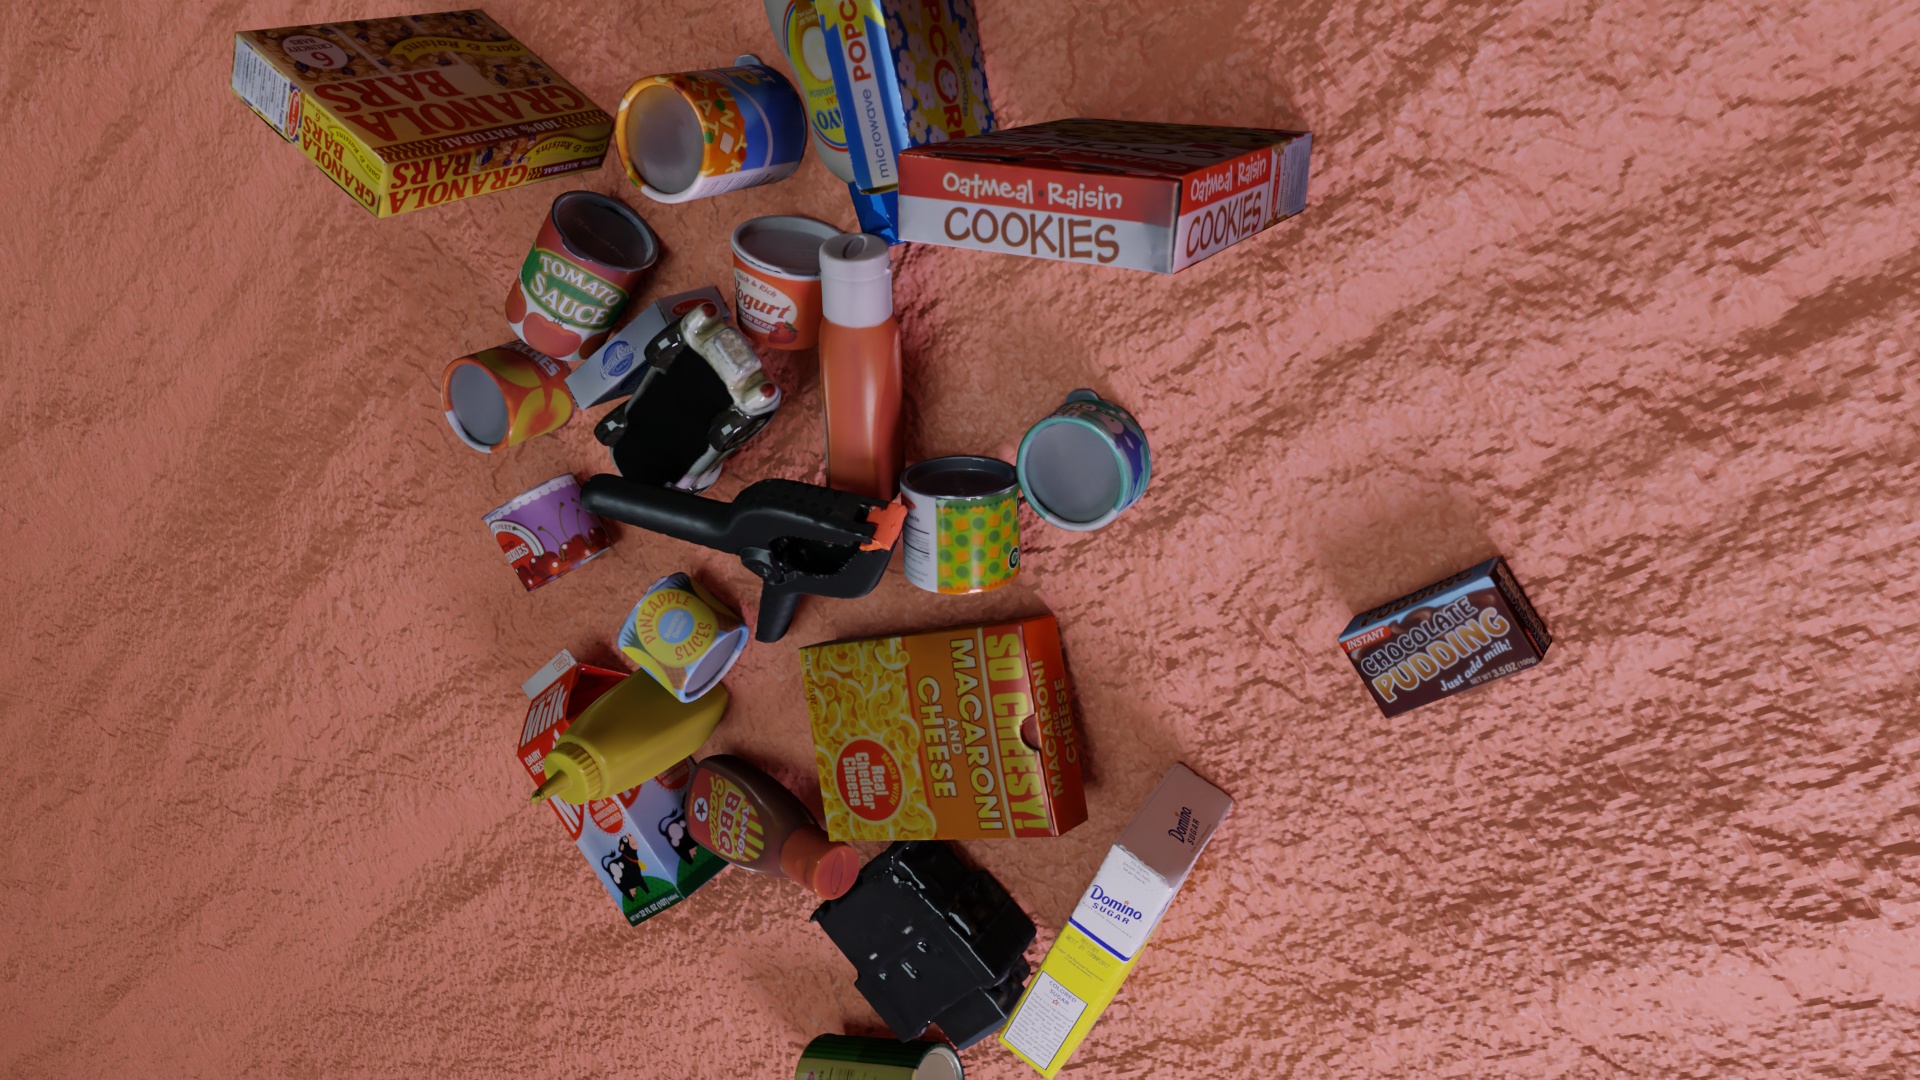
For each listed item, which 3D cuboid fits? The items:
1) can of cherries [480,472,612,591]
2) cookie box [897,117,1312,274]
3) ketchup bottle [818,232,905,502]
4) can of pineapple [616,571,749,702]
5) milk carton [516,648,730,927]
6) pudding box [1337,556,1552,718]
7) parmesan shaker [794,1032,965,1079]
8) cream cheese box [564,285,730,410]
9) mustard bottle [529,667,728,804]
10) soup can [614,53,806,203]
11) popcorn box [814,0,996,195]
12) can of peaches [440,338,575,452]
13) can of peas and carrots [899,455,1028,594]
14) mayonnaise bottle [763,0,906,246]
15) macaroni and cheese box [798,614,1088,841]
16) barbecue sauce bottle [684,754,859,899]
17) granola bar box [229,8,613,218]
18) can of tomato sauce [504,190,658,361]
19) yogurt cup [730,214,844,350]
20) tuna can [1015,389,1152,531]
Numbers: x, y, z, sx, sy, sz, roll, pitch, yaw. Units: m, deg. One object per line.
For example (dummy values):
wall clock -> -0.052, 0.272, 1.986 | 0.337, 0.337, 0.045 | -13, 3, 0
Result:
can of cherries -> -0.281, -0.004, 0.941 | 0.071, 0.072, 0.058 | -26, 96, 37
cookie box -> 0.067, -0.155, 0.601 | 0.123, 0.168, 0.040 | 13, 116, 27
ketchup bottle -> -0.053, -0.091, 0.753 | 0.043, 0.065, 0.148 | 6, 126, 7
can of pineapple -> -0.181, 0.063, 0.909 | 0.058, 0.071, 0.070 | 38, 125, 12
milk carton -> -0.244, 0.169, 0.990 | 0.072, 0.074, 0.190 | -35, 89, 37
pudding box -> 0.232, 0.047, 0.669 | 0.083, 0.030, 0.049 | -29, 92, 37
parmesan shaker -> -0.055, 0.383, 0.965 | 0.103, 0.071, 0.071 | -10, 104, 34
cream cheese box -> -0.192, -0.117, 0.850 | 0.103, 0.053, 0.024 | -29, 90, 37
mustard bottle -> -0.223, 0.131, 0.906 | 0.065, 0.161, 0.048 | 36, 126, 16
soup can -> -0.135, -0.224, 0.751 | 0.071, 0.084, 0.071 | 12, 115, 28
popcorn box -> -0.026, -0.239, 0.676 | 0.038, 0.085, 0.126 | -1, 109, 33
can of peaches -> -0.300, -0.099, 0.922 | 0.071, 0.058, 0.071 | 13, 117, 28
can of peas and carrots -> 0.003, -0.010, 0.768 | 0.071, 0.071, 0.058 | 12, 116, 28
mayonnaise bottle -> -0.053, -0.227, 0.725 | 0.064, 0.041, 0.147 | -8, 106, 34
macaroni and cheese box -> -0.014, 0.114, 0.827 | 0.166, 0.040, 0.123 | -10, 90, 34
barbecue sauce bottle -> -0.125, 0.192, 0.916 | 0.148, 0.044, 0.064 | 16, 100, 46
granola bar box -> -0.303, -0.248, 0.795 | 0.124, 0.166, 0.038 | 40, 128, 12
can of tomato sauce -> -0.233, -0.159, 0.848 | 0.071, 0.071, 0.082 | 47, 127, 6
yogurt cup -> -0.095, -0.143, 0.774 | 0.072, 0.073, 0.053 | 28, 130, 19
tuna can -> 0.064, -0.042, 0.735 | 0.071, 0.033, 0.070 | 13, 116, 27
